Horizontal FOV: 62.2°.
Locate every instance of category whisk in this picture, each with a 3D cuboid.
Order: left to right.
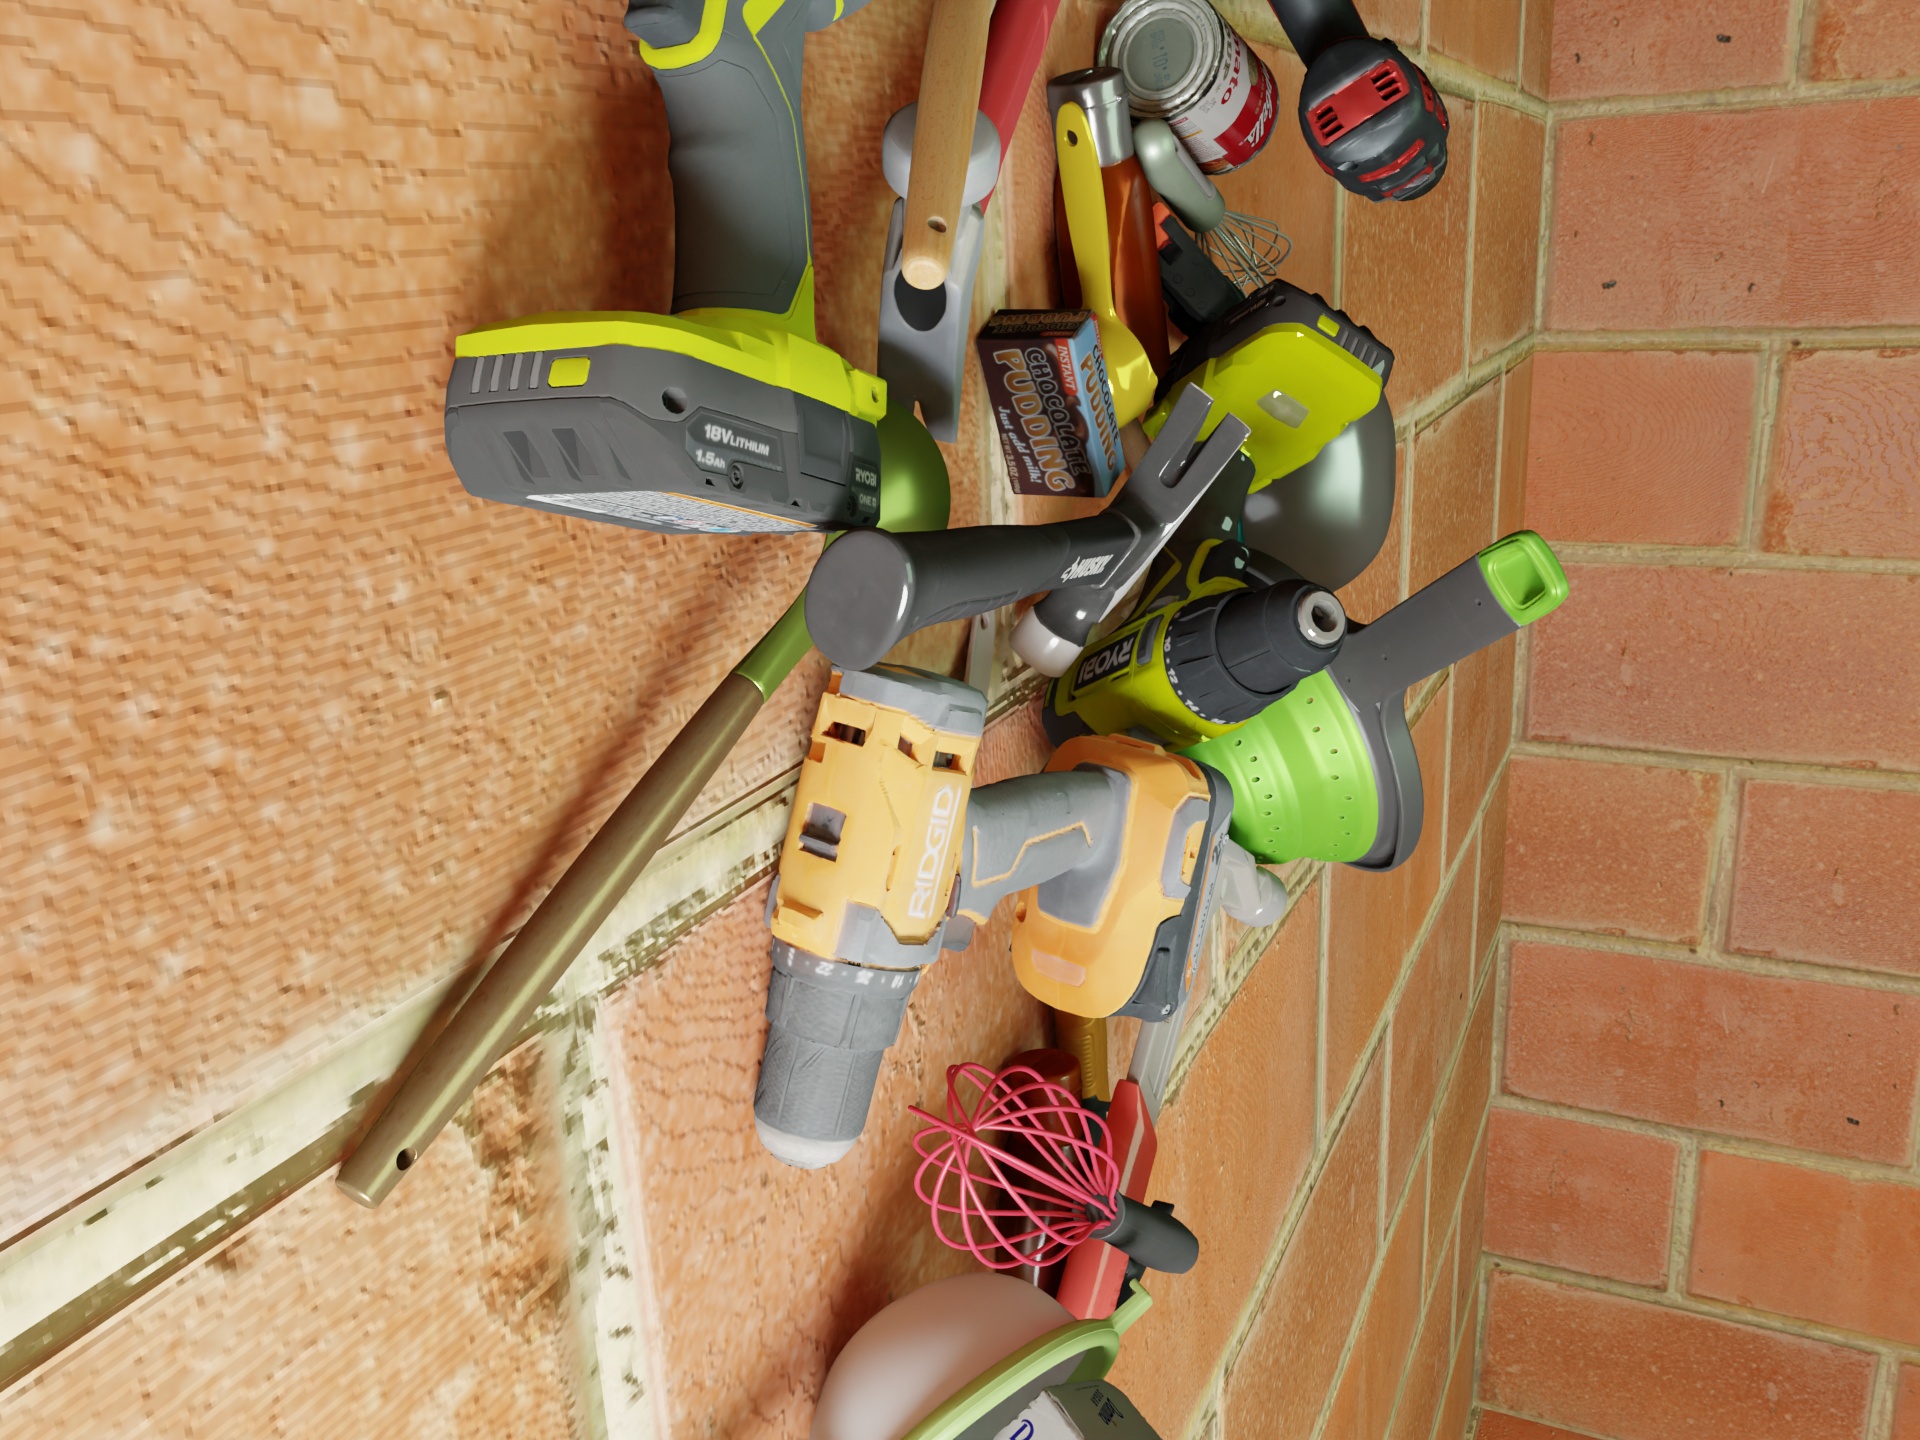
[{"bbox_3d":[0.051,0.199,0.654,0.295,0.073,0.073,48,53,-56],"label":"whisk"},{"bbox_3d":[0.136,-0.276,0.870,0.246,0.059,0.058,2,68,-68],"label":"whisk"}]

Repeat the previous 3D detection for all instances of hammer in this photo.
[{"bbox_3d":[0.030,-0.294,0.658,0.143,0.038,0.387,98,7,-58],"label":"hammer"},{"bbox_3d":[0.028,-0.063,0.587,0.146,0.035,0.335,-53,170,18],"label":"hammer"},{"bbox_3d":[0.072,0.184,0.867,0.127,0.034,0.336,-44,134,-53],"label":"hammer"},{"bbox_3d":[0.072,0.226,0.777,0.149,0.037,0.359,27,76,-47],"label":"hammer"}]

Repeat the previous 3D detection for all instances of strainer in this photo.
[{"bbox_3d":[-0.047,0.276,0.613,0.256,0.069,0.151,0,130,-48],"label":"strainer"},{"bbox_3d":[0.248,-0.109,1.083,0.211,0.095,0.340,-29,117,-64],"label":"strainer"}]

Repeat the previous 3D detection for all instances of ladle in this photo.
[{"bbox_3d":[-0.091,0.007,0.497,0.320,0.062,0.078,-57,144,-33],"label":"ladle"}]

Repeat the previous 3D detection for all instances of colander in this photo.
[{"bbox_3d":[0.167,-0.005,0.804,0.204,0.094,0.397,60,-15,6],"label":"colander"}]

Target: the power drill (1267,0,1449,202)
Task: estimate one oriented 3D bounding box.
[{"bbox_3d":[0.180,-0.366,0.809,0.227,0.080,0.188,63,25,3],"label":"power drill"}]

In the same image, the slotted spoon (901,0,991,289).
[{"bbox_3d":[0.005,-0.255,0.536,0.031,0.070,0.314,127,-25,-52],"label":"slotted spoon"}]

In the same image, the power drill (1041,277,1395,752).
[{"bbox_3d":[0.132,-0.092,0.764,0.080,0.190,0.229,28,66,-18],"label":"power drill"}]

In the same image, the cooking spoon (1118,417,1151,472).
[{"bbox_3d":[0.138,-0.105,0.966,0.318,0.017,0.069,47,42,-58],"label":"cooking spoon"}]

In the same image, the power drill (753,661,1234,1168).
[{"bbox_3d":[0.011,0.081,0.641,0.226,0.084,0.185,12,92,-51],"label":"power drill"}]

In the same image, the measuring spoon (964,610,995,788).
[{"bbox_3d":[-0.001,-0.002,0.706,0.034,0.018,0.124,45,48,-54],"label":"measuring spoon"}]

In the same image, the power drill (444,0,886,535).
[{"bbox_3d":[-0.078,-0.169,0.438,0.171,0.080,0.223,1,90,-65],"label":"power drill"}]

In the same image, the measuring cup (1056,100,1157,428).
[{"bbox_3d":[0.051,-0.196,0.712,0.029,0.062,0.156,-42,139,-28],"label":"measuring cup"}]
